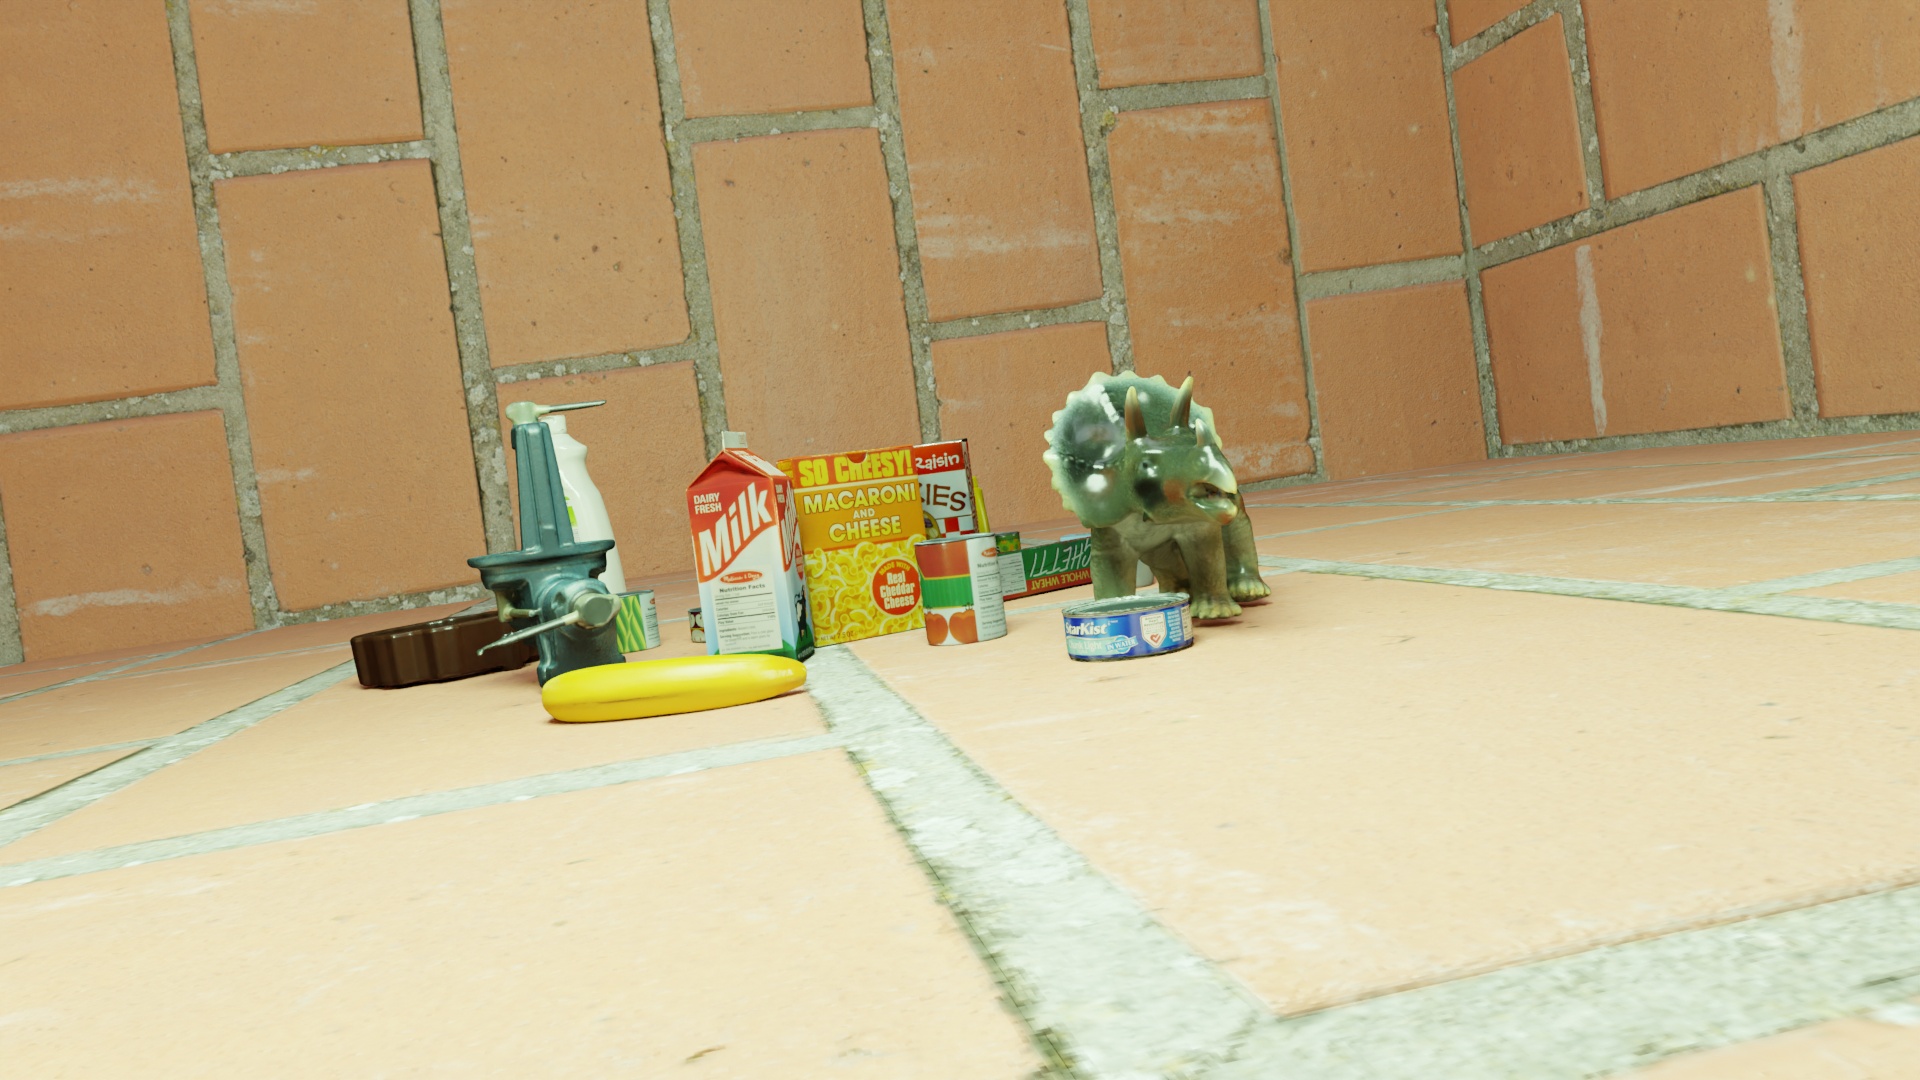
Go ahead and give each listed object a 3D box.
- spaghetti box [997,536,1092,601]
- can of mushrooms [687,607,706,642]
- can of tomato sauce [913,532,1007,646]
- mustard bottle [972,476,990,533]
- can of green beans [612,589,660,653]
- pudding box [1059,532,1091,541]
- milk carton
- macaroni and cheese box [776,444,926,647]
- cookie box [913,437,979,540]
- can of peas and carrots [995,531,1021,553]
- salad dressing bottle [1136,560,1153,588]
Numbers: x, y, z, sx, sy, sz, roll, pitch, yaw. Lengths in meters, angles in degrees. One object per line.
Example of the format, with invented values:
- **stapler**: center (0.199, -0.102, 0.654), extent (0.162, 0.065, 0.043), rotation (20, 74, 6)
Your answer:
- **spaghetti box**: center (0.078, 0.031, 1.439), extent (0.251, 0.050, 0.028), rotation (-9, 3, -38)
- **can of mushrooms**: center (-0.243, 0.082, 1.411), extent (0.071, 0.033, 0.071), rotation (-7, 2, 0)
- **can of tomato sauce**: center (-0.001, 0.039, 1.118), extent (0.071, 0.083, 0.071), rotation (-7, 2, 0)
- **mustard bottle**: center (0.005, -0.019, 1.517), extent (0.049, 0.160, 0.065), rotation (-8, 2, -16)
- **can of green beans**: center (-0.340, 0.083, 1.406), extent (0.071, 0.057, 0.071), rotation (-7, 2, 0)
- **pudding box**: center (0.154, 0.015, 1.560), extent (0.083, 0.049, 0.030), rotation (-5, 3, 42)
- **milk carton**: center (-0.171, 0.007, 1.121), extent (0.073, 0.190, 0.072), rotation (-7, 2, 6)
- **macaroni and cheese box**: center (-0.091, 0.003, 1.239), extent (0.124, 0.166, 0.040), rotation (-9, 2, -30)
- **cookie box**: center (-0.045, -0.008, 1.336), extent (0.123, 0.167, 0.040), rotation (-7, 2, 9)
- **can of peas and carrots**: center (0.040, 0.022, 1.642), extent (0.071, 0.058, 0.071), rotation (-7, 2, 0)
- **salad dressing bottle**: center (0.159, -0.026, 1.376), extent (0.044, 0.147, 0.064), rotation (-6, 2, 34)
